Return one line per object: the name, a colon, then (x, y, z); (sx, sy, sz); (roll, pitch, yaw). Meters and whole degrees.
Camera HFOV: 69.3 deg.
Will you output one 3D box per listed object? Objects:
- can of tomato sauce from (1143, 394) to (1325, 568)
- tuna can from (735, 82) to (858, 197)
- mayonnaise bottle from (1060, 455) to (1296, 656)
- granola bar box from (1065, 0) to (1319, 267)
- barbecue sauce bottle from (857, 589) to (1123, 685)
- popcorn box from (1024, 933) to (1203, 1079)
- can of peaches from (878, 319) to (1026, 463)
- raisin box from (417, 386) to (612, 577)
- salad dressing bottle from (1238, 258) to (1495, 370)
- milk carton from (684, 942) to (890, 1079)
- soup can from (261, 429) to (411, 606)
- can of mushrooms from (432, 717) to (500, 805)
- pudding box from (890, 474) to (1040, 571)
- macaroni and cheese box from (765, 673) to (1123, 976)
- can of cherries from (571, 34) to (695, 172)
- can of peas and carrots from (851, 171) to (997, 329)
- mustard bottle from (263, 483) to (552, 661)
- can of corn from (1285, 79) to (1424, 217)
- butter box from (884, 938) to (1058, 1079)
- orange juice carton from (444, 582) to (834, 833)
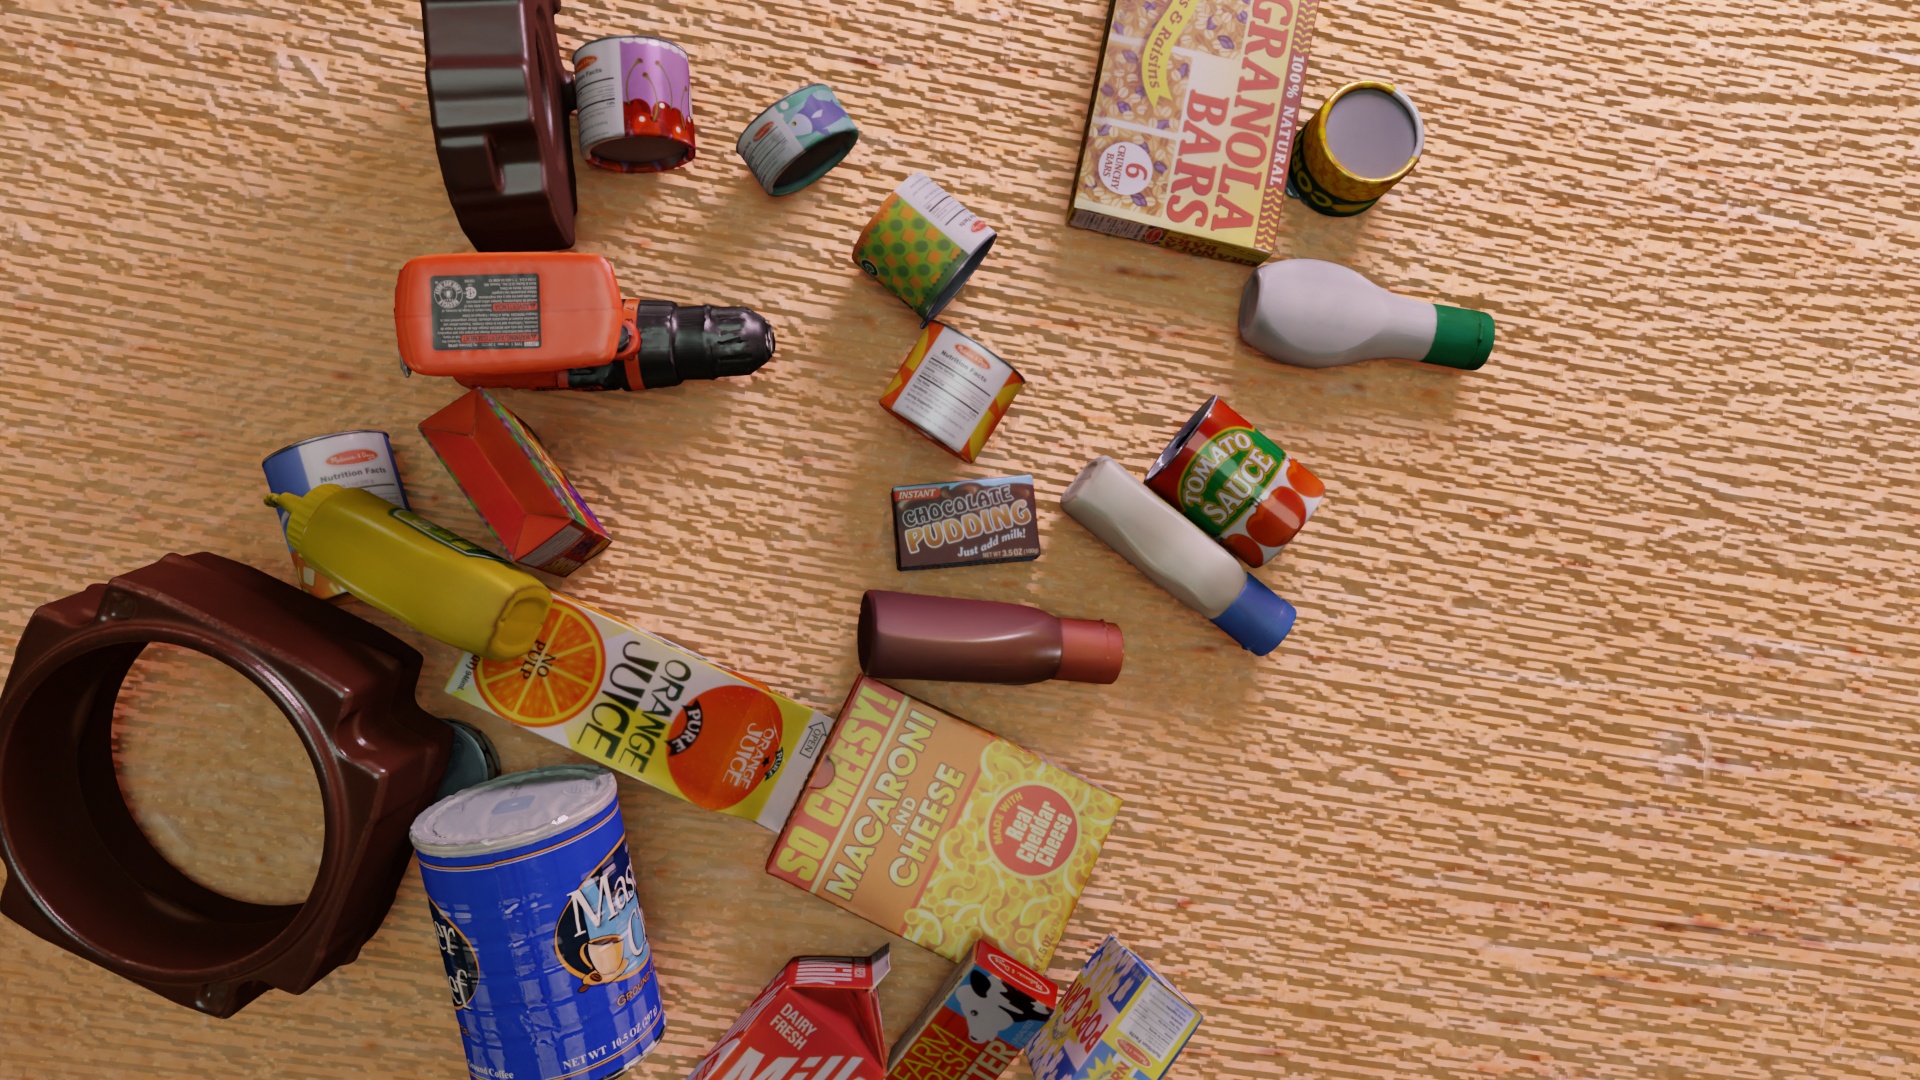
can of tomato sauce: (0.159, -0.033, 0.808); (0.083, 0.071, 0.071); (39, 83, -1)
tuna can: (-0.093, -0.233, 0.809); (0.071, 0.071, 0.033); (-34, 90, -7)
mayonnaise bottle: (0.127, 0.010, 0.808); (0.148, 0.065, 0.041); (37, 86, -5)
granola bar box: (0.141, -0.260, 0.844); (0.124, 0.039, 0.165); (12, 84, -3)
barbecue sauce bottle: (0.018, 0.058, 0.794); (0.149, 0.065, 0.043); (6, 110, -13)
popcorn box: (0.079, 0.265, 0.745); (0.038, 0.126, 0.085); (38, 83, 2)
can of peaches: (-0.005, -0.085, 0.801); (0.071, 0.071, 0.058); (32, 89, -2)
raisin box: (-0.235, -0.027, 0.746); (0.040, 0.123, 0.086); (-37, 89, -7)
salad dressing bottle: (0.245, -0.131, 0.839); (0.148, 0.044, 0.064); (9, 82, -5)
milk carton: (-0.102, 0.298, 0.754); (0.073, 0.072, 0.191); (42, 84, 0)
soup can: (-0.339, -0.011, 0.766); (0.071, 0.071, 0.084); (-18, 88, -6)
can of mushrooms: (-0.291, 0.133, 0.771); (0.071, 0.033, 0.071); (1, 84, -5)
pudding box: (0.003, -0.010, 0.813); (0.084, 0.030, 0.049); (-5, 84, -6)
macaroni and cheese box: (-0.009, 0.165, 0.790); (0.166, 0.040, 0.124); (26, 83, -3)
can of cherries: (-0.185, -0.250, 0.802); (0.071, 0.071, 0.058); (-6, 86, -5)
can of peas and carrots: (-0.023, -0.169, 0.808); (0.059, 0.071, 0.071); (40, 83, 0)
mustard bottle: (-0.287, 0.008, 0.702); (0.160, 0.065, 0.049); (26, 87, 9)
can of corn: (0.236, -0.235, 0.840); (0.071, 0.058, 0.071); (0, 85, -5)
butter box: (0.005, 0.271, 0.766); (0.053, 0.024, 0.103); (32, 114, -3)
orange juice carton: (-0.172, 0.091, 0.766); (0.193, 0.073, 0.072); (25, 83, -3)
